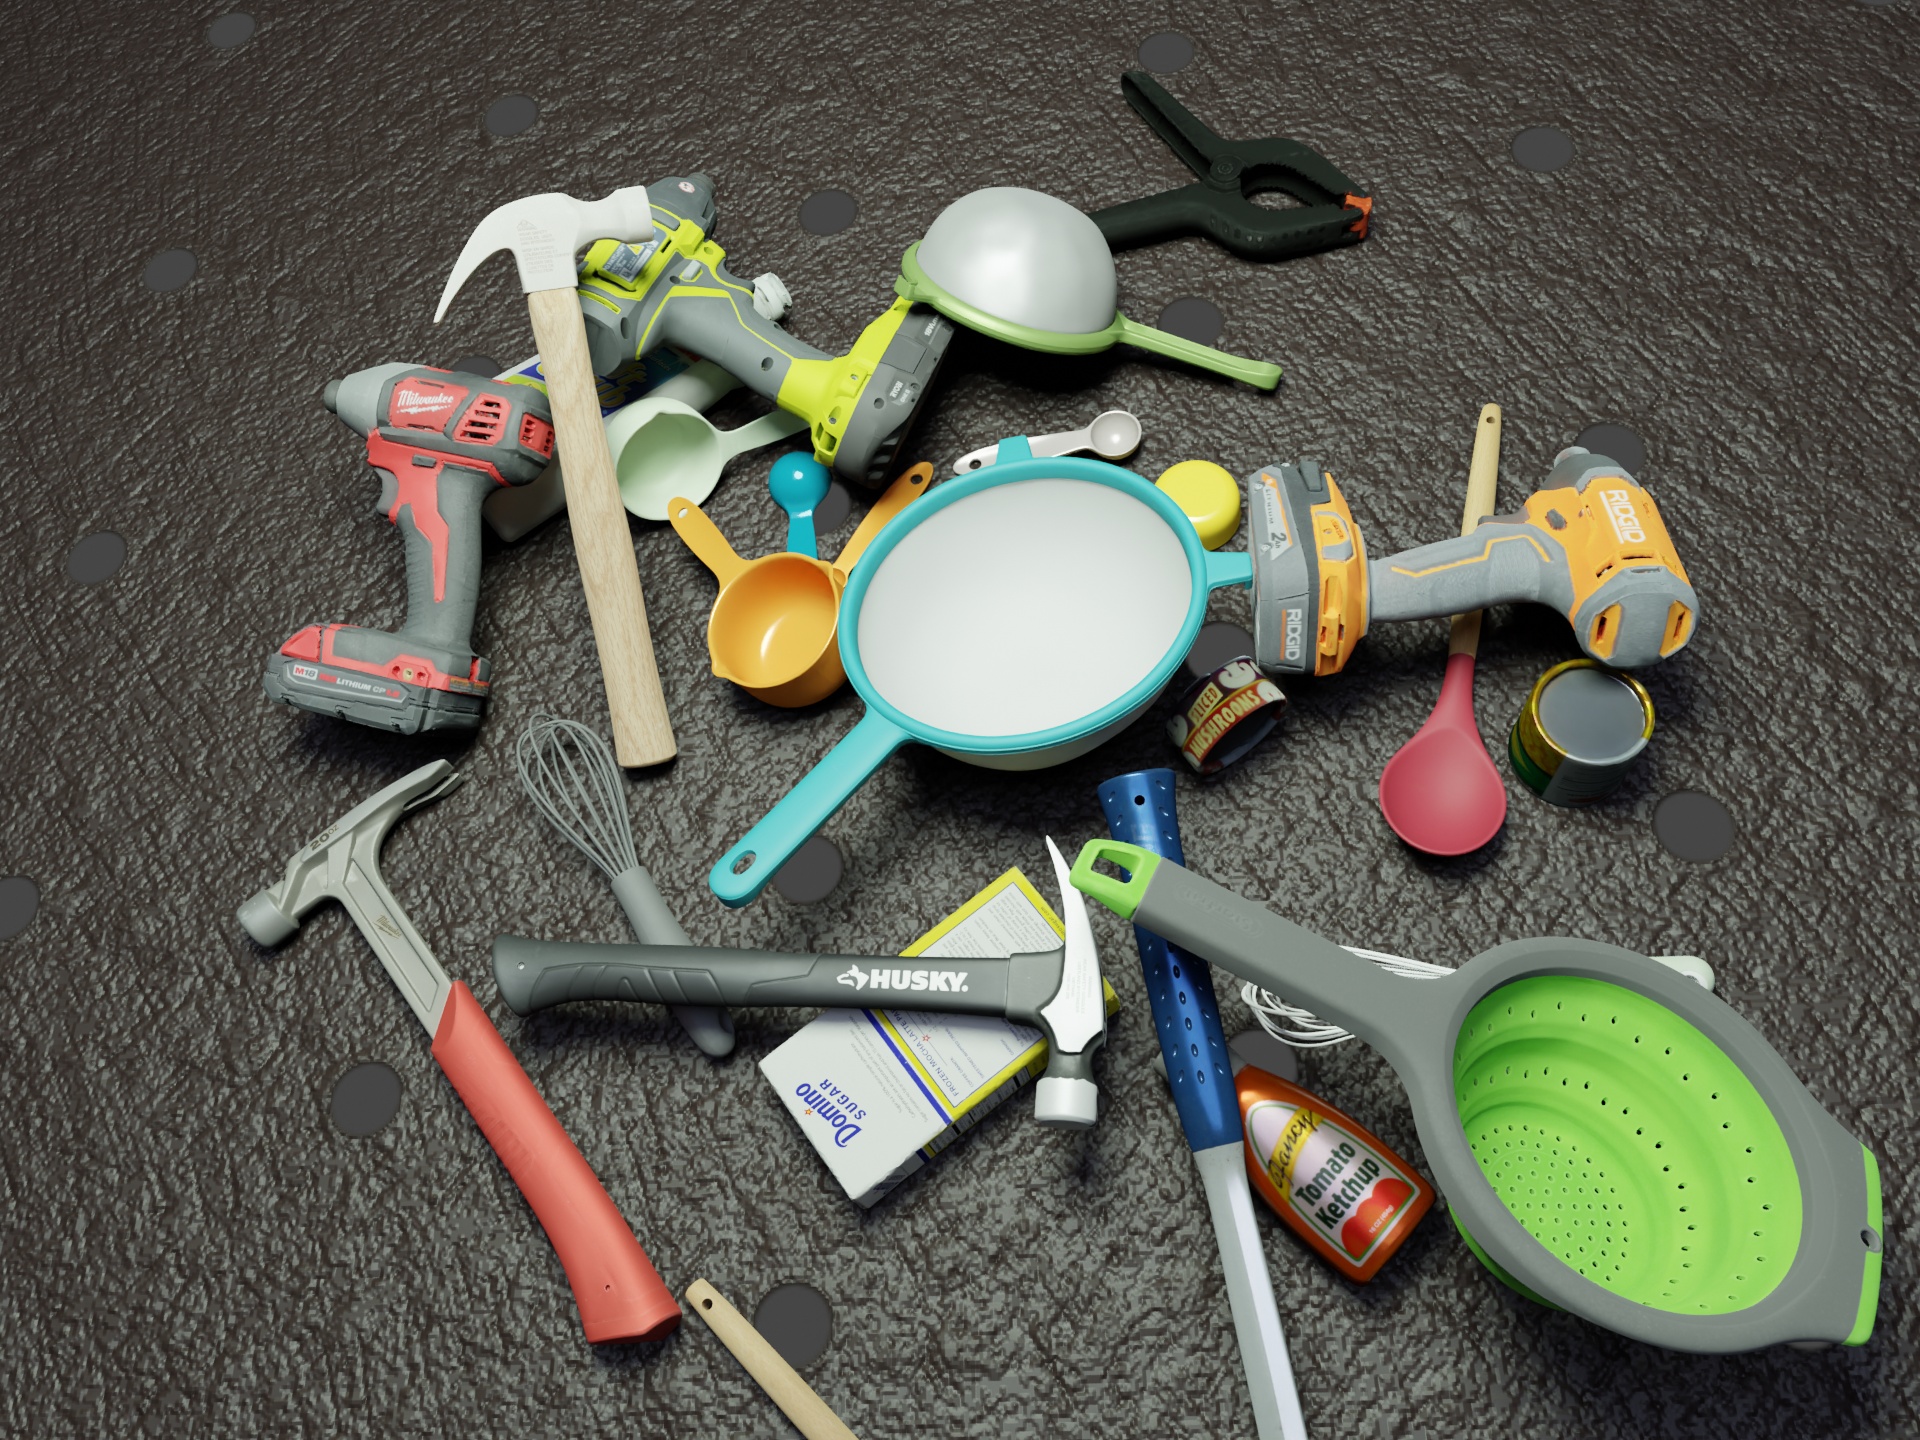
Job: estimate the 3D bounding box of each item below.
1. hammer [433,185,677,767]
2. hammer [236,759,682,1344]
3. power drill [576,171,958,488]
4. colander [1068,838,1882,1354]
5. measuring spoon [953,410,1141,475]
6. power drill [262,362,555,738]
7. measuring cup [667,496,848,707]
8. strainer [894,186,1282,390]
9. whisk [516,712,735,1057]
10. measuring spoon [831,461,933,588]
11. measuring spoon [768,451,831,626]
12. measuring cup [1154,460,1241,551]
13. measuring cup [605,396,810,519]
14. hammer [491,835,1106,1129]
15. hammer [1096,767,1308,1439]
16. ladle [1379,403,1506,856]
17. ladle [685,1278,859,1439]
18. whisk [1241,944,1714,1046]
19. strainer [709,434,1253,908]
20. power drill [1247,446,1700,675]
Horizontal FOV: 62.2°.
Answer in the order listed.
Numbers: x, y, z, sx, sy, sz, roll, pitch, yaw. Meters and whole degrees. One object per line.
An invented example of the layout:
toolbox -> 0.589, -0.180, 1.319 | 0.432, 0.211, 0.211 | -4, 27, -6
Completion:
hammer -> -0.217, -0.133, 0.926 | 0.130, 0.031, 0.331 | -11, 102, -12
hammer -> -0.259, 0.187, 0.885 | 0.149, 0.036, 0.359 | -38, 66, -11
power drill -> -0.123, -0.255, 1.006 | 0.223, 0.080, 0.171 | 26, 55, -4
colander -> 0.226, 0.176, 0.767 | 0.397, 0.094, 0.205 | 26, 48, 8
measuring spoon -> 0.057, -0.173, 1.030 | 0.124, 0.018, 0.034 | -10, 64, 10
power drill -> -0.338, -0.107, 0.966 | 0.143, 0.078, 0.220 | 13, 89, 10
measuring cup -> -0.126, -0.078, 0.983 | 0.095, 0.052, 0.174 | -43, 58, 2
strainer -> 0.092, -0.281, 1.017 | 0.256, 0.069, 0.152 | 19, 34, 1
whisk -> -0.192, 0.091, 0.917 | 0.055, 0.055, 0.239 | -31, 69, -8
measuring spoon -> -0.053, -0.123, 1.021 | 0.021, 0.011, 0.117 | 30, 68, 17
measuring spoon -> -0.103, -0.120, 1.017 | 0.042, 0.021, 0.129 | -6, 65, 4
measuring cup -> 0.098, -0.139, 0.997 | 0.156, 0.029, 0.062 | 4, 65, 7
measuring cup -> -0.158, -0.189, 1.041 | 0.167, 0.083, 0.038 | -26, 46, -24
hammer -> -0.090, 0.132, 0.843 | 0.335, 0.035, 0.146 | 1, 67, 10
hammer -> 0.123, 0.222, 0.782 | 0.144, 0.035, 0.406 | -15, 71, 13
ladle -> 0.297, -0.059, 0.938 | 0.069, 0.031, 0.316 | 10, 65, 11
ladle -> -0.026, 0.381, 0.755 | 0.320, 0.062, 0.078 | 38, 74, 24
whisk -> 0.272, 0.141, 0.839 | 0.246, 0.059, 0.057 | -2, 101, 2
strainer -> -0.001, -0.003, 0.903 | 0.211, 0.095, 0.340 | 34, 71, 33
power drill -> 0.279, -0.098, 0.899 | 0.226, 0.084, 0.164 | -2, 42, 7
